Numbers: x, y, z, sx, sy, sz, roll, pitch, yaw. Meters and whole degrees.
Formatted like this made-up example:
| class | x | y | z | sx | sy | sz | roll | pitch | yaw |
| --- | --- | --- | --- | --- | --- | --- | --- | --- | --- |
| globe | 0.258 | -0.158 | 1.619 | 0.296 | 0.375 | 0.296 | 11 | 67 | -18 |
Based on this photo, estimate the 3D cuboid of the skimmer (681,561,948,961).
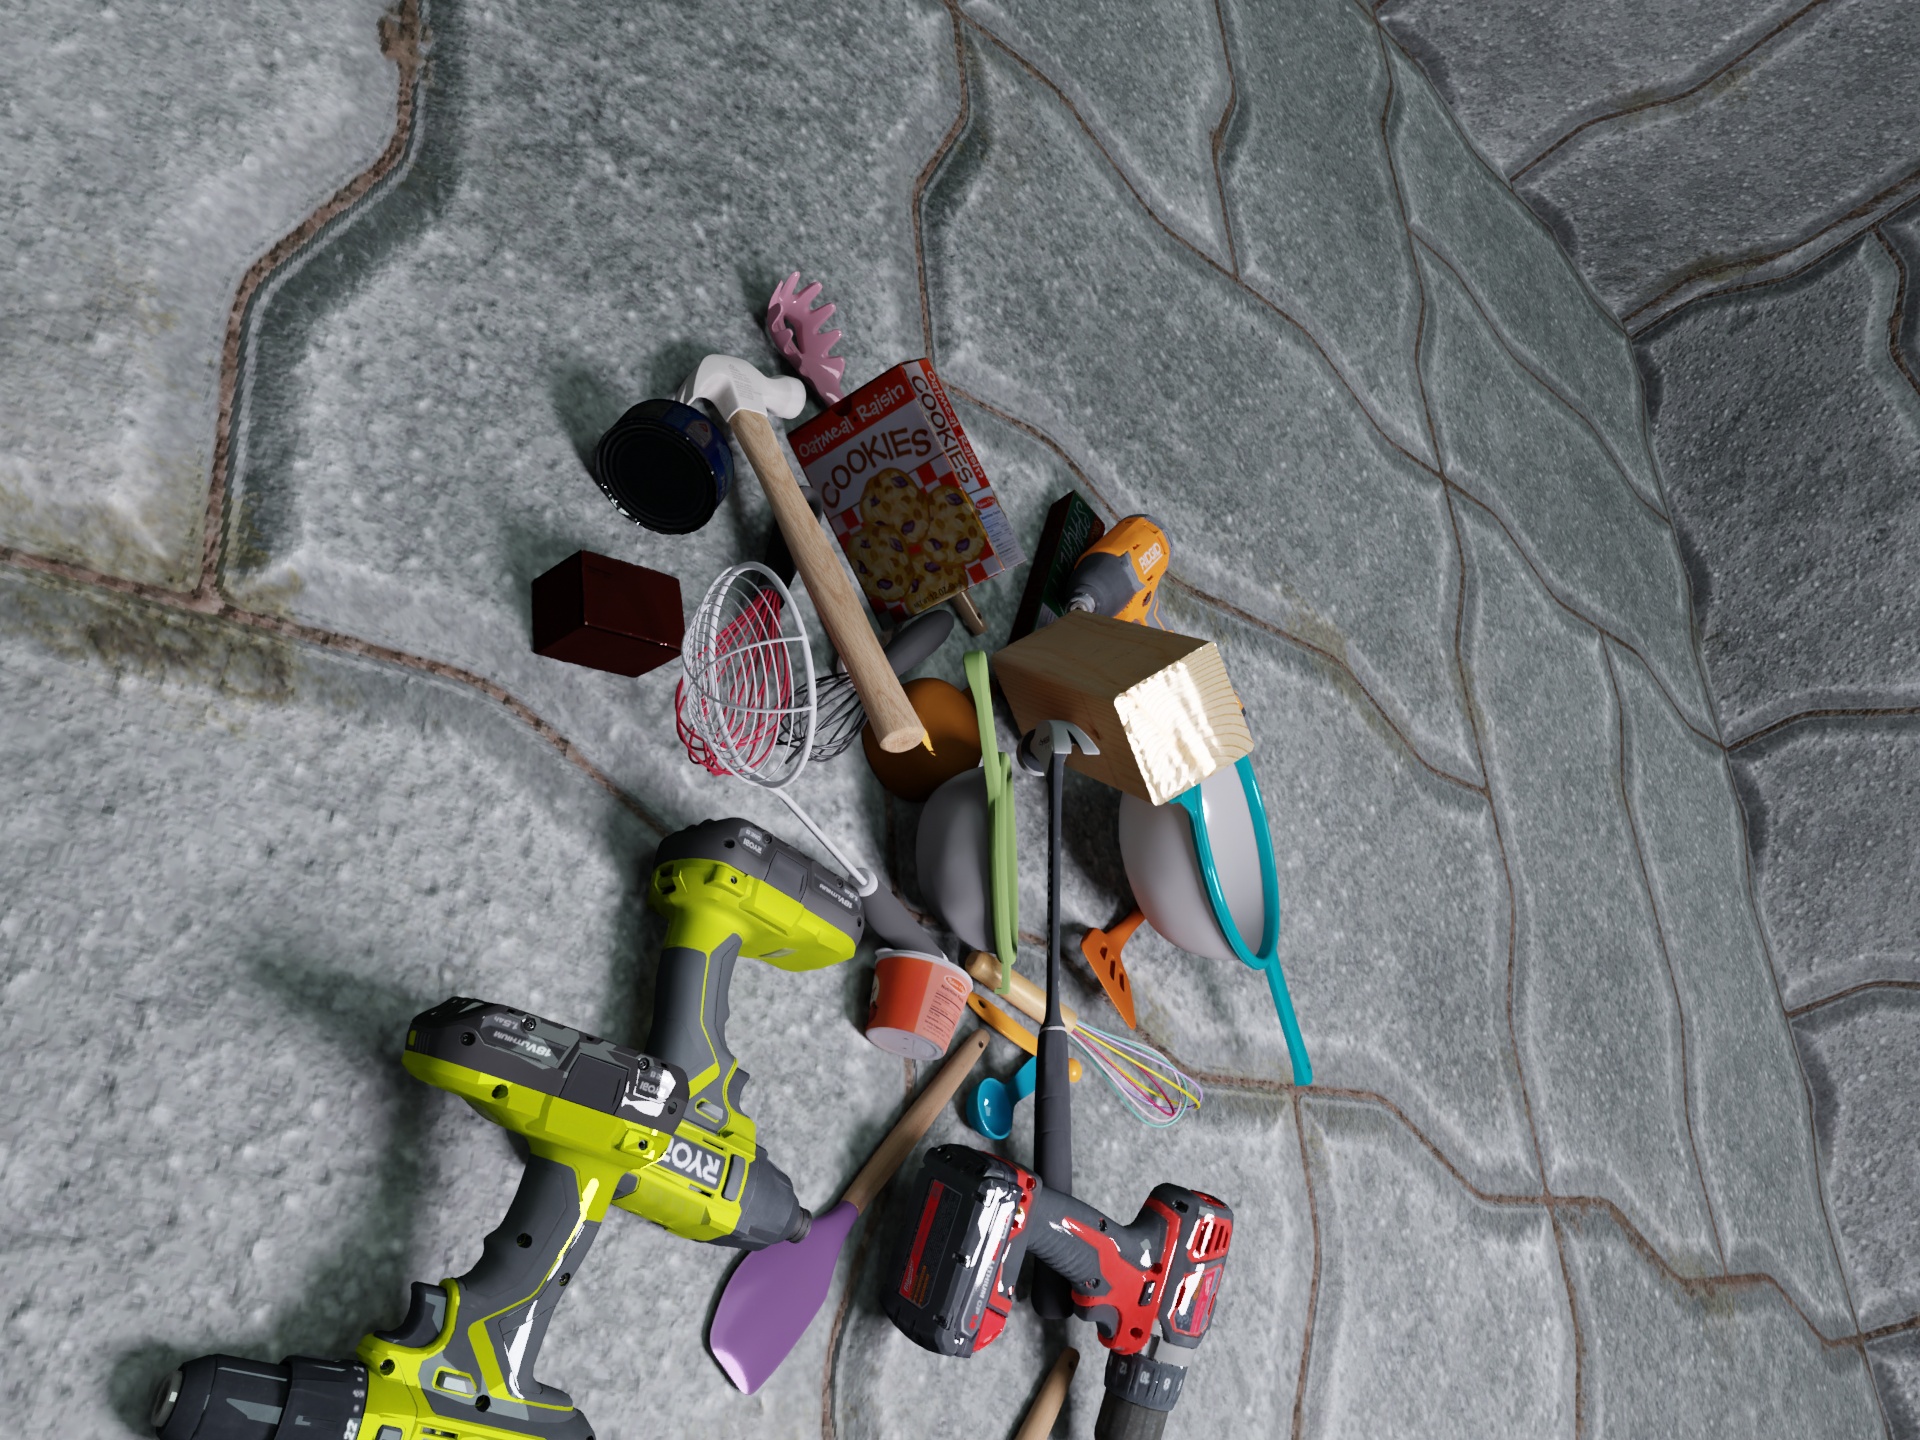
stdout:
| class | x | y | z | sx | sy | sz | roll | pitch | yaw |
| --- | --- | --- | --- | --- | --- | --- | --- | --- | --- |
| skimmer | -0.066 | 0.051 | 0.991 | 0.127 | 0.090 | 0.362 | 42 | -9 | 43 |

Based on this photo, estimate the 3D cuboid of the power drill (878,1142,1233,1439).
| class | x | y | z | sx | sy | sz | roll | pitch | yaw |
| --- | --- | --- | --- | --- | --- | --- | --- | --- | --- |
| power drill | 0.065 | 0.377 | 1.016 | 0.226 | 0.080 | 0.188 | 23 | 80 | -28 |

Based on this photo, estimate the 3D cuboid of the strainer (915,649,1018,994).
| class | x | y | z | sx | sy | sz | roll | pitch | yaw |
| --- | --- | --- | --- | --- | --- | --- | --- | --- | --- |
| strainer | -0.002 | 0.058 | 1.090 | 0.152 | 0.069 | 0.256 | -86 | 171 | -50 |

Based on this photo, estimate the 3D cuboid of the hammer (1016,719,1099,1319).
| class | x | y | z | sx | sy | sz | roll | pitch | yaw |
| --- | --- | --- | --- | --- | --- | --- | --- | --- | --- |
| hammer | 0.066 | 0.200 | 1.104 | 0.036 | 0.149 | 0.409 | 2 | 82 | -7 |

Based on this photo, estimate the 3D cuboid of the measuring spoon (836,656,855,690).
| class | x | y | z | sx | sy | sz | roll | pitch | yaw |
| --- | --- | --- | --- | --- | --- | --- | --- | --- | --- |
| measuring spoon | -0.095 | -0.076 | 1.168 | 0.034 | 0.018 | 0.124 | -8 | 71 | -48 |

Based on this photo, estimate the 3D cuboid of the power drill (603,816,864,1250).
| class | x | y | z | sx | sy | sz | roll | pitch | yaw |
| --- | --- | --- | --- | --- | --- | --- | --- | --- | --- |
| power drill | -0.136 | 0.186 | 0.930 | 0.171 | 0.080 | 0.223 | 36 | 50 | -32 |

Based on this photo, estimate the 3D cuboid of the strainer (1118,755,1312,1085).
| class | x | y | z | sx | sy | sz | roll | pitch | yaw |
| --- | --- | --- | --- | --- | --- | --- | --- | --- | --- |
| strainer | 0.201 | 0.157 | 1.289 | 0.211 | 0.095 | 0.340 | -56 | 130 | -61 |

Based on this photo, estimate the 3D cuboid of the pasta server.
| class | x | y | z | sx | sy | sz | roll | pitch | yaw |
| --- | --- | --- | --- | --- | --- | --- | --- | --- | --- |
| pasta server | -0.061 | -0.203 | 1.254 | 0.316 | 0.040 | 0.060 | 57 | 44 | -13 |

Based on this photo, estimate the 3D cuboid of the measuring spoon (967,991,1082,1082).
| class | x | y | z | sx | sy | sz | roll | pitch | yaw |
| --- | --- | --- | --- | --- | --- | --- | --- | --- | --- |
| measuring spoon | 0.048 | 0.229 | 1.162 | 0.116 | 0.011 | 0.021 | 39 | 26 | -21 |

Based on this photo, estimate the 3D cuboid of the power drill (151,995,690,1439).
| class | x | y | z | sx | sy | sz | roll | pitch | yaw |
| --- | --- | --- | --- | --- | --- | --- | --- | --- | --- |
| power drill | -0.237 | 0.250 | 0.736 | 0.190 | 0.080 | 0.229 | 27 | 70 | -27 |

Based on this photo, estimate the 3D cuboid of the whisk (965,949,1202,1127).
| class | x | y | z | sx | sy | sz | roll | pitch | yaw |
| --- | --- | --- | --- | --- | --- | --- | --- | --- | --- |
| whisk | 0.093 | 0.241 | 1.204 | 0.244 | 0.051 | 0.047 | 38 | 4 | -25 |

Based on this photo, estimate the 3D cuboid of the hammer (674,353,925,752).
| class | x | y | z | sx | sy | sz | roll | pitch | yaw |
| --- | --- | --- | --- | --- | --- | --- | --- | --- | --- |
| hammer | -0.107 | -0.122 | 1.093 | 0.130 | 0.031 | 0.332 | 3 | 53 | -50 |

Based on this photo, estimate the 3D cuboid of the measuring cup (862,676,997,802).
| class | x | y | z | sx | sy | sz | roll | pitch | yaw |
| --- | --- | --- | --- | --- | --- | --- | --- | --- | --- |
| measuring cup | -0.002 | -0.004 | 1.204 | 0.173 | 0.052 | 0.095 | -35 | 99 | -50 |

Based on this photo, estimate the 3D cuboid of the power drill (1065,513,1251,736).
| class | x | y | z | sx | sy | sz | roll | pitch | yaw |
| --- | --- | --- | --- | --- | --- | --- | --- | --- | --- |
| power drill | 0.164 | -0.052 | 1.382 | 0.164 | 0.084 | 0.226 | -43 | 112 | -53 |

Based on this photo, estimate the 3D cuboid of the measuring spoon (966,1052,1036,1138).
| class | x | y | z | sx | sy | sz | roll | pitch | yaw |
| --- | --- | --- | --- | --- | --- | --- | --- | --- | --- |
| measuring spoon | 0.036 | 0.264 | 1.143 | 0.128 | 0.021 | 0.042 | -20 | 88 | -62 |

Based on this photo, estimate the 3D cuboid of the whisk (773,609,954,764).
| class | x | y | z | sx | sy | sz | roll | pitch | yaw |
| --- | --- | --- | --- | --- | --- | --- | --- | --- | --- |
| whisk | -0.061 | -0.030 | 1.128 | 0.055 | 0.055 | 0.239 | 59 | 35 | -9 |

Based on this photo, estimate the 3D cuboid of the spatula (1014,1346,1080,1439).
| class | x | y | z | sx | sy | sz | roll | pitch | yaw |
| --- | --- | --- | --- | --- | --- | --- | --- | --- | --- |
| spatula | 0.018 | 0.506 | 0.966 | 0.082 | 0.044 | 0.317 | 51 | 38 | -7 |

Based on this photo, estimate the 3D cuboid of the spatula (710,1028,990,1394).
| class | x | y | z | sx | sy | sz | roll | pitch | yaw |
| --- | --- | --- | --- | --- | --- | --- | --- | --- | --- |
| spatula | -0.059 | 0.291 | 1.009 | 0.059 | 0.018 | 0.316 | 58 | 39 | -9 |

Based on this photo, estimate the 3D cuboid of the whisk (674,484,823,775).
| class | x | y | z | sx | sy | sz | roll | pitch | yaw |
| --- | --- | --- | --- | --- | --- | --- | --- | --- | --- |
| whisk | -0.135 | -0.070 | 1.082 | 0.073 | 0.073 | 0.296 | 43 | 36 | -27 |

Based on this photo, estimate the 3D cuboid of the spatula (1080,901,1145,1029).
| class | x | y | z | sx | sy | sz | roll | pitch | yaw |
| --- | --- | --- | --- | --- | --- | --- | --- | --- | --- |
| spatula | 0.169 | 0.145 | 1.341 | 0.081 | 0.041 | 0.323 | 59 | 37 | -8 |
